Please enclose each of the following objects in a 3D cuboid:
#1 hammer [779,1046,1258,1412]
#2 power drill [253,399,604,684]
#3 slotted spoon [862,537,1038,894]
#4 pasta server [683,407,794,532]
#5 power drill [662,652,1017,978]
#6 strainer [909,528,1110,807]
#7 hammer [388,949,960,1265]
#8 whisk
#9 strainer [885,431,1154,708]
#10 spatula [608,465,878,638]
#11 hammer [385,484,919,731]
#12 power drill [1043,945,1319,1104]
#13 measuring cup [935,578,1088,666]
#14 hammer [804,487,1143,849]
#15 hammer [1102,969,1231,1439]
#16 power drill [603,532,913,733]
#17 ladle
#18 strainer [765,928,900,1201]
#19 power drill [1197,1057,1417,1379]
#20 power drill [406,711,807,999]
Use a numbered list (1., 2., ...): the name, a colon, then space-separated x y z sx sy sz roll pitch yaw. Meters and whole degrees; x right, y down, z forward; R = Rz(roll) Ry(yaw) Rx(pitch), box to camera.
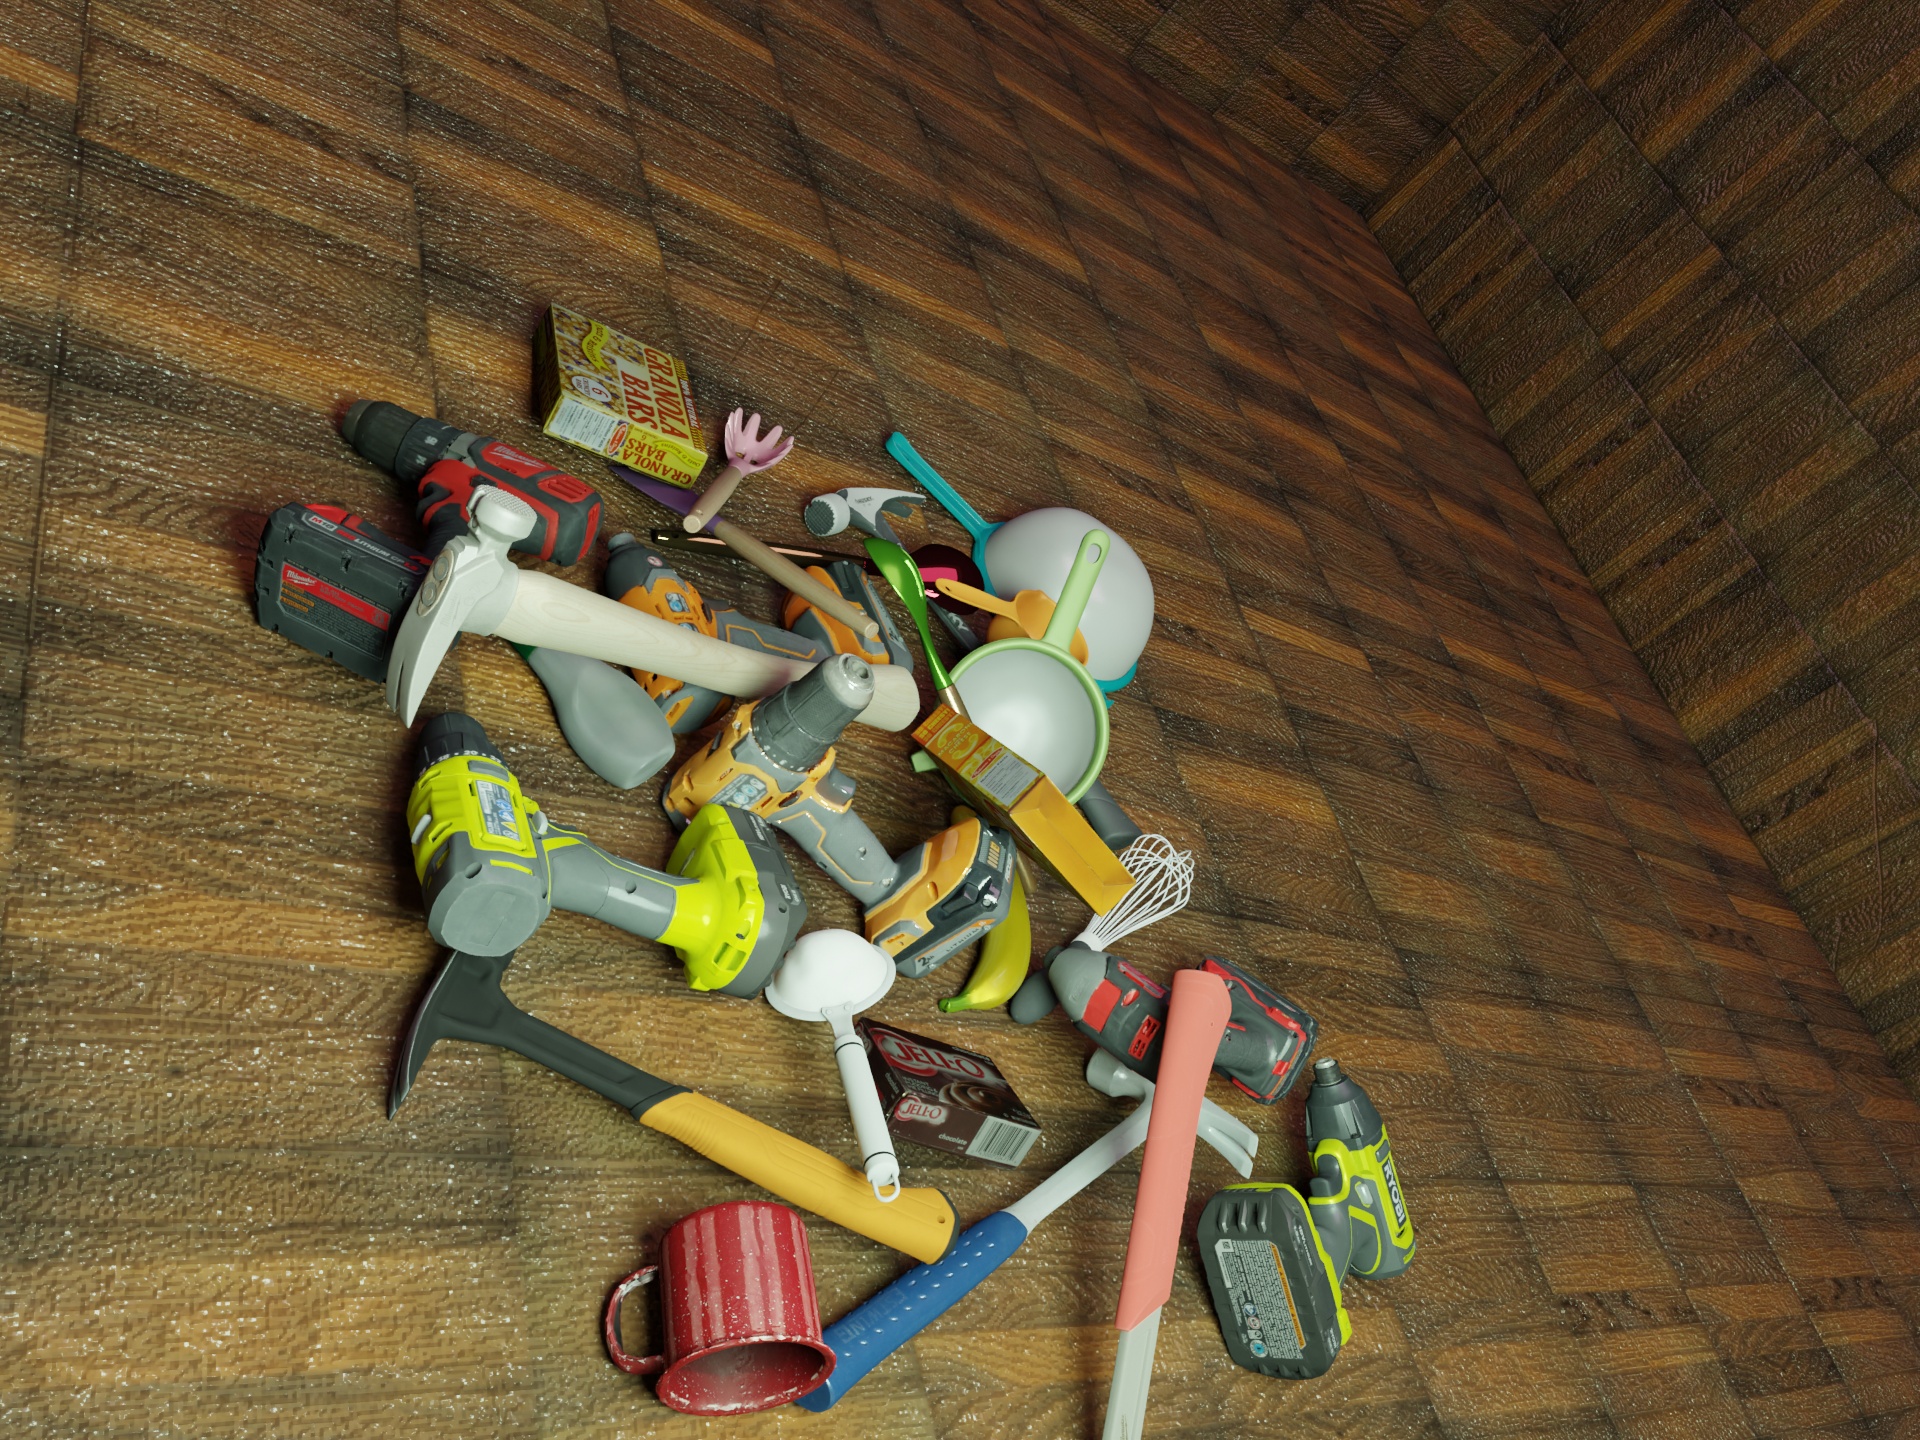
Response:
1. hammer: 0.044 0.320 1.018 0.144 0.035 0.405 22 25 33
2. power drill: -0.359 -0.130 1.031 0.188 0.080 0.227 26 34 2
3. slotted spoon: -0.002 -0.004 1.260 0.070 0.031 0.313 -77 145 -78
4. pasta server: -0.184 -0.199 1.274 0.060 0.040 0.316 28 18 -8
5. power drill: -0.064 0.062 1.079 0.226 0.185 0.084 37 35 -19
6. strainer: 0.063 -0.040 1.336 0.151 0.069 0.256 24 82 -11
7. hammer: -0.150 0.233 0.901 0.336 0.034 0.127 29 36 -13
8. whisk: 0.117 0.169 1.282 0.070 0.070 0.284 50 39 4
9. strainer: 0.075 -0.181 1.561 0.340 0.095 0.211 44 34 -7
10. spatula: -0.163 -0.134 1.197 0.059 0.018 0.316 0 27 -47
11. hammer: -0.176 -0.032 1.054 0.410 0.146 0.038 15 20 -50
12. power drill: 0.162 0.222 1.193 0.143 0.078 0.219 32 8 40
13. measuring cup: 0.033 -0.078 1.386 0.173 0.052 0.095 20 41 -35
14. hammer: 0.026 -0.050 1.428 0.409 0.036 0.149 52 33 7
15. hammer: 0.113 0.329 0.991 0.149 0.037 0.359 28 64 -33
16. power drill: -0.161 -0.072 1.205 0.226 0.084 0.164 -2 55 -45
17. ladle: -0.107 -0.134 1.332 0.315 0.031 0.069 5 62 -32
18. strainer: -0.070 0.197 0.987 0.087 0.050 0.259 -13 35 -9
19. power drill: 0.264 0.366 1.183 0.223 0.080 0.171 -21 96 -55
20. power drill: -0.222 0.079 0.963 0.228 0.080 0.191 20 22 -34
